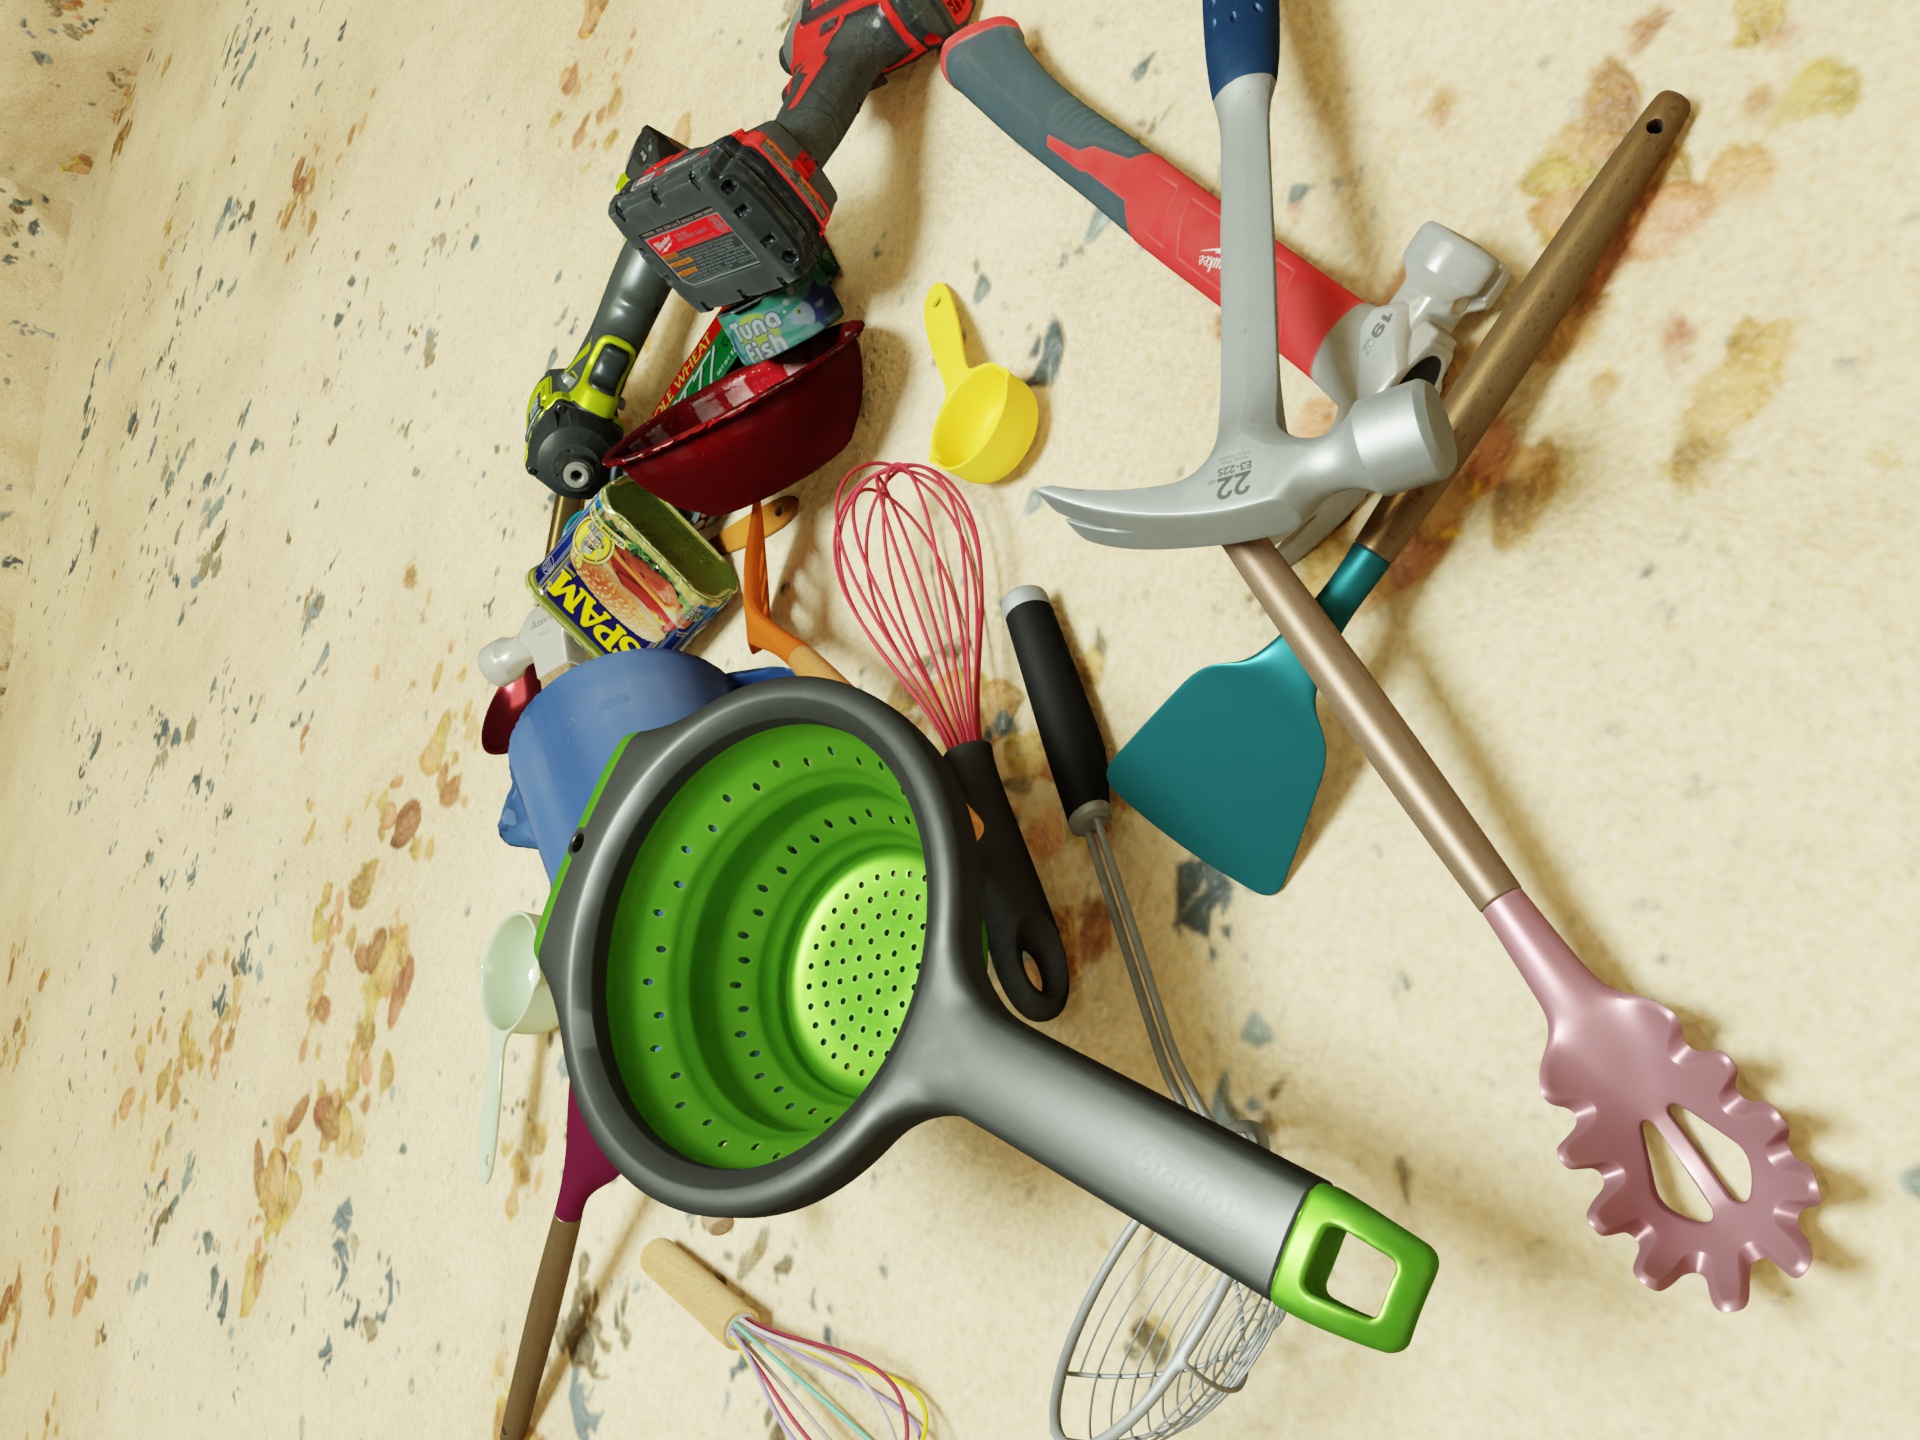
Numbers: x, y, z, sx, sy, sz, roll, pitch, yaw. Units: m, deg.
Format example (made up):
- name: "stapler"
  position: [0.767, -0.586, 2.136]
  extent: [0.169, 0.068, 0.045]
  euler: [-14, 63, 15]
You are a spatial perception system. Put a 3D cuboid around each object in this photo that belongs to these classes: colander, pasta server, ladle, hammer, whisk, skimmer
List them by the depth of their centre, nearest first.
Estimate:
- name: "pasta server"
  position: [0.157, 0.035, 0.514]
  extent: [0.060, 0.040, 0.316]
  euler: [-38, 62, 17]
- name: "colander"
  position: [0.001, 0.114, 0.577]
  extent: [0.397, 0.094, 0.204]
  euler: [20, 86, 41]
- name: "skimmer"
  position: [0.043, 0.089, 0.625]
  extent: [0.127, 0.090, 0.364]
  euler: [-55, 41, 45]
- name: "hammer"
  position: [0.108, -0.242, 0.636]
  extent: [0.144, 0.035, 0.406]
  euler: [-15, 56, 31]
- name: "hammer"
  position: [0.077, -0.225, 0.726]
  extent: [0.143, 0.038, 0.387]
  euler: [-57, 43, 22]
- name: "whisk"
  position: [-0.001, -0.002, 0.733]
  extent: [0.073, 0.073, 0.296]
  euler: [-37, 58, 36]
- name: "whisk"
  position: [-0.091, 0.299, 0.761]
  extent: [0.245, 0.051, 0.047]
  euler: [10, 65, 54]
- name: "hammer"
  position: [-0.234, 0.070, 0.985]
  extent: [0.130, 0.031, 0.332]
  euler: [-27, 62, 27]
- name: "ladle"
  position: [-0.284, -0.127, 1.120]
  extent: [0.069, 0.031, 0.315]
  euler: [0, 77, 42]

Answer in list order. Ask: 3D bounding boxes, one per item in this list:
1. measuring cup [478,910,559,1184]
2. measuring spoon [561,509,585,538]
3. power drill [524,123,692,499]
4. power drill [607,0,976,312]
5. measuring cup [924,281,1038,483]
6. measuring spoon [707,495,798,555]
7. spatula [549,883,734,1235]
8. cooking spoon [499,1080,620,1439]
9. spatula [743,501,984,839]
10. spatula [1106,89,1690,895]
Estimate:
- name: "measuring cup"
  position: [-0.273, 0.205, 0.998]
  extent: [0.083, 0.038, 0.168]
  euler: [-4, 77, 48]
- name: "measuring spoon"
  position: [-0.237, -0.084, 1.066]
  extent: [0.042, 0.021, 0.129]
  euler: [-35, 62, 28]
- name: "power drill"
  position: [-0.210, -0.251, 1.008]
  extent: [0.223, 0.080, 0.171]
  euler: [-60, 24, 15]
- name: "power drill"
  position: [-0.092, -0.336, 0.882]
  extent: [0.143, 0.078, 0.220]
  euler: [2, 55, 48]
- name: "measuring cup"
  position: [0.006, -0.177, 0.811]
  extent: [0.062, 0.029, 0.157]
  euler: [-45, 37, 28]
- name: "measuring spoon"
  position: [-0.135, -0.113, 0.955]
  extent: [0.117, 0.011, 0.021]
  euler: [-18, 66, 45]
- name: "spatula"
  position: [-0.173, 0.150, 0.845]
  extent: [0.060, 0.018, 0.316]
  euler: [-47, 40, 8]
- name: "cooking spoon"
  position: [-0.219, 0.288, 0.868]
  extent: [0.069, 0.017, 0.318]
  euler: [39, 122, 37]
- name: "spatula"
  position: [-0.059, -0.023, 0.770]
  extent: [0.323, 0.041, 0.081]
  euler: [43, 140, 53]
- name: "spatula"
  position: [0.165, -0.083, 0.581]
  extent: [0.082, 0.044, 0.317]
  euler: [36, 100, 17]
